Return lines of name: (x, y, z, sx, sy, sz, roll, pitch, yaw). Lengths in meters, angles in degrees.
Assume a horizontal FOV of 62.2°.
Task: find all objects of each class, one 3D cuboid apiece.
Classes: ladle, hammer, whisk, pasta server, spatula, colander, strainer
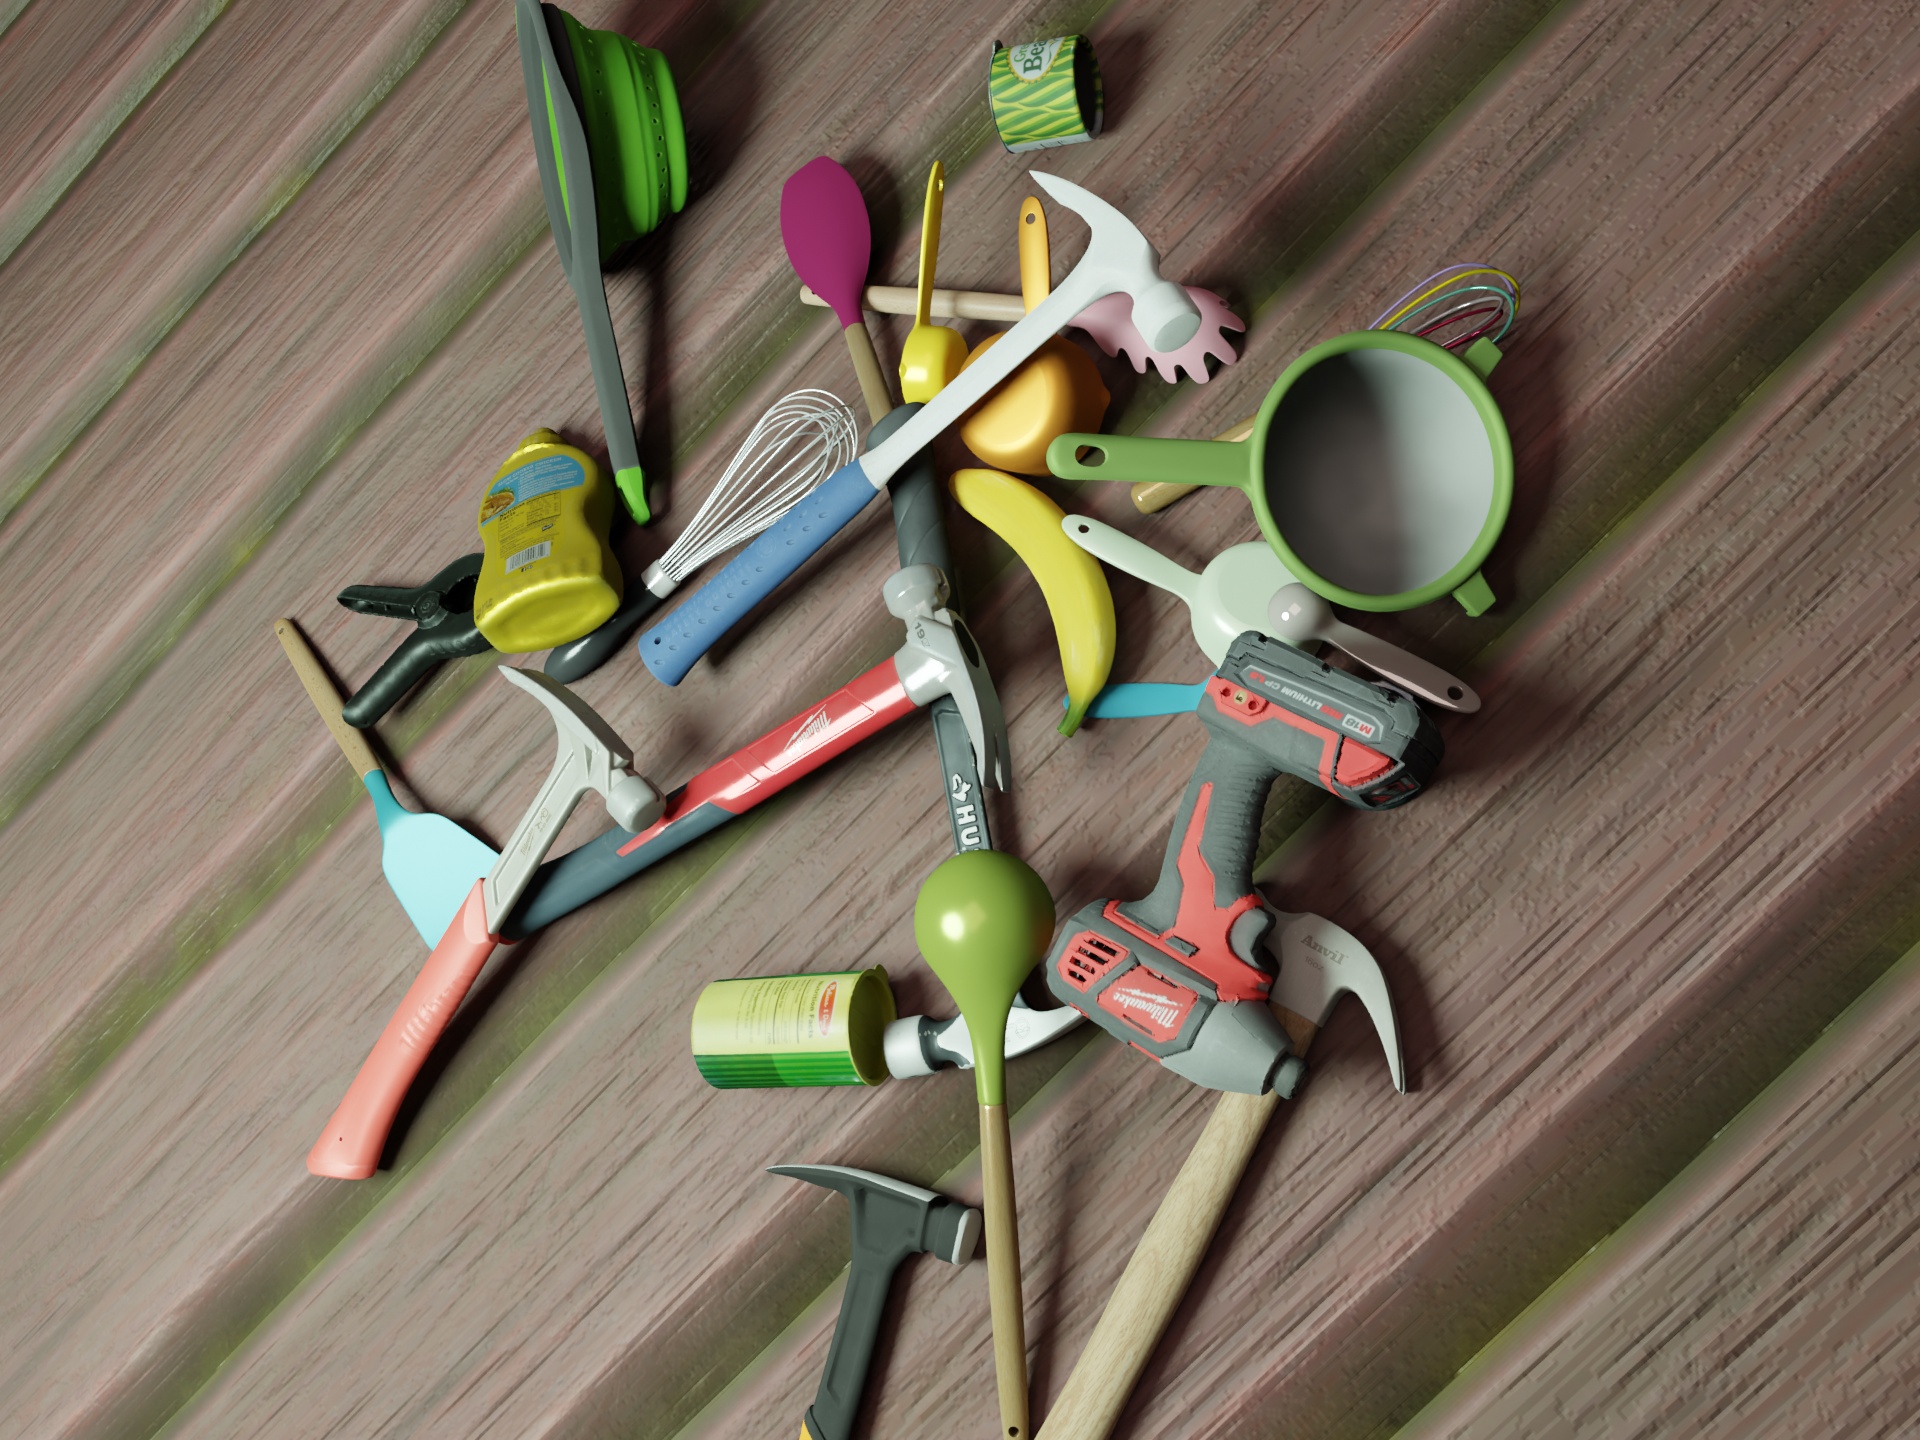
ladle: (0.021, 0.230, 0.860, 0.078, 0.062, 0.320, -4, 89, 9)
hammer: (-0.002, -0.003, 0.950, 0.149, 0.036, 0.409, -15, 73, 17)
whisk: (0.210, -0.184, 0.924, 0.245, 0.047, 0.051, -29, 66, 18)
pasta server: (0.029, -0.264, 1.032, 0.316, 0.040, 0.060, 13, 80, 30)
hammer: (-0.145, 0.060, 0.972, 0.386, 0.038, 0.143, -30, 66, 22)
spatula: (-0.424, 0.029, 1.143, 0.082, 0.044, 0.318, -46, 58, 6)
hammer: (-0.326, 0.144, 1.019, 0.149, 0.036, 0.359, 40, 104, 26)
hammer: (0.125, 0.256, 0.835, 0.130, 0.031, 0.331, 27, 87, 28)
whisk: (-0.177, -0.115, 1.063, 0.284, 0.070, 0.070, -40, 64, 14)
hammer: (-0.049, -0.161, 0.965, 0.405, 0.035, 0.144, -38, 62, 20)
hammer: (-0.088, 0.419, 0.877, 0.127, 0.034, 0.337, 10, 79, 25)
colander: (-0.230, -0.335, 1.124, 0.094, 0.204, 0.397, -11, 85, -16)
strainer: (0.169, -0.135, 0.869, 0.256, 0.069, 0.151, 1, 90, -8)

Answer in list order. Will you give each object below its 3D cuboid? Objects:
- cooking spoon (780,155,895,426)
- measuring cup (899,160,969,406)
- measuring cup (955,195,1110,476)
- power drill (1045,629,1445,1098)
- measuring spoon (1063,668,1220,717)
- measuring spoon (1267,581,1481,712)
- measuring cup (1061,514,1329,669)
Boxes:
cooking spoon: (-0.062, -0.238, 1.051, 0.069, 0.017, 0.319, -27, 71, 27)
measuring cup: (-0.010, -0.272, 1.007, 0.029, 0.062, 0.156, 11, 106, 21)
measuring cup: (0.037, -0.238, 0.975, 0.095, 0.052, 0.173, -1, 94, 31)
power drill: (0.151, 0.079, 0.815, 0.143, 0.078, 0.219, 29, 92, 29)
measuring spoon: (0.118, -0.015, 0.921, 0.128, 0.021, 0.042, -2, 74, 23)
measuring spoon: (0.221, -0.039, 0.846, 0.124, 0.018, 0.034, 31, 69, 16)
measuring cup: (0.131, -0.086, 0.904, 0.168, 0.038, 0.083, 29, 70, 15)
